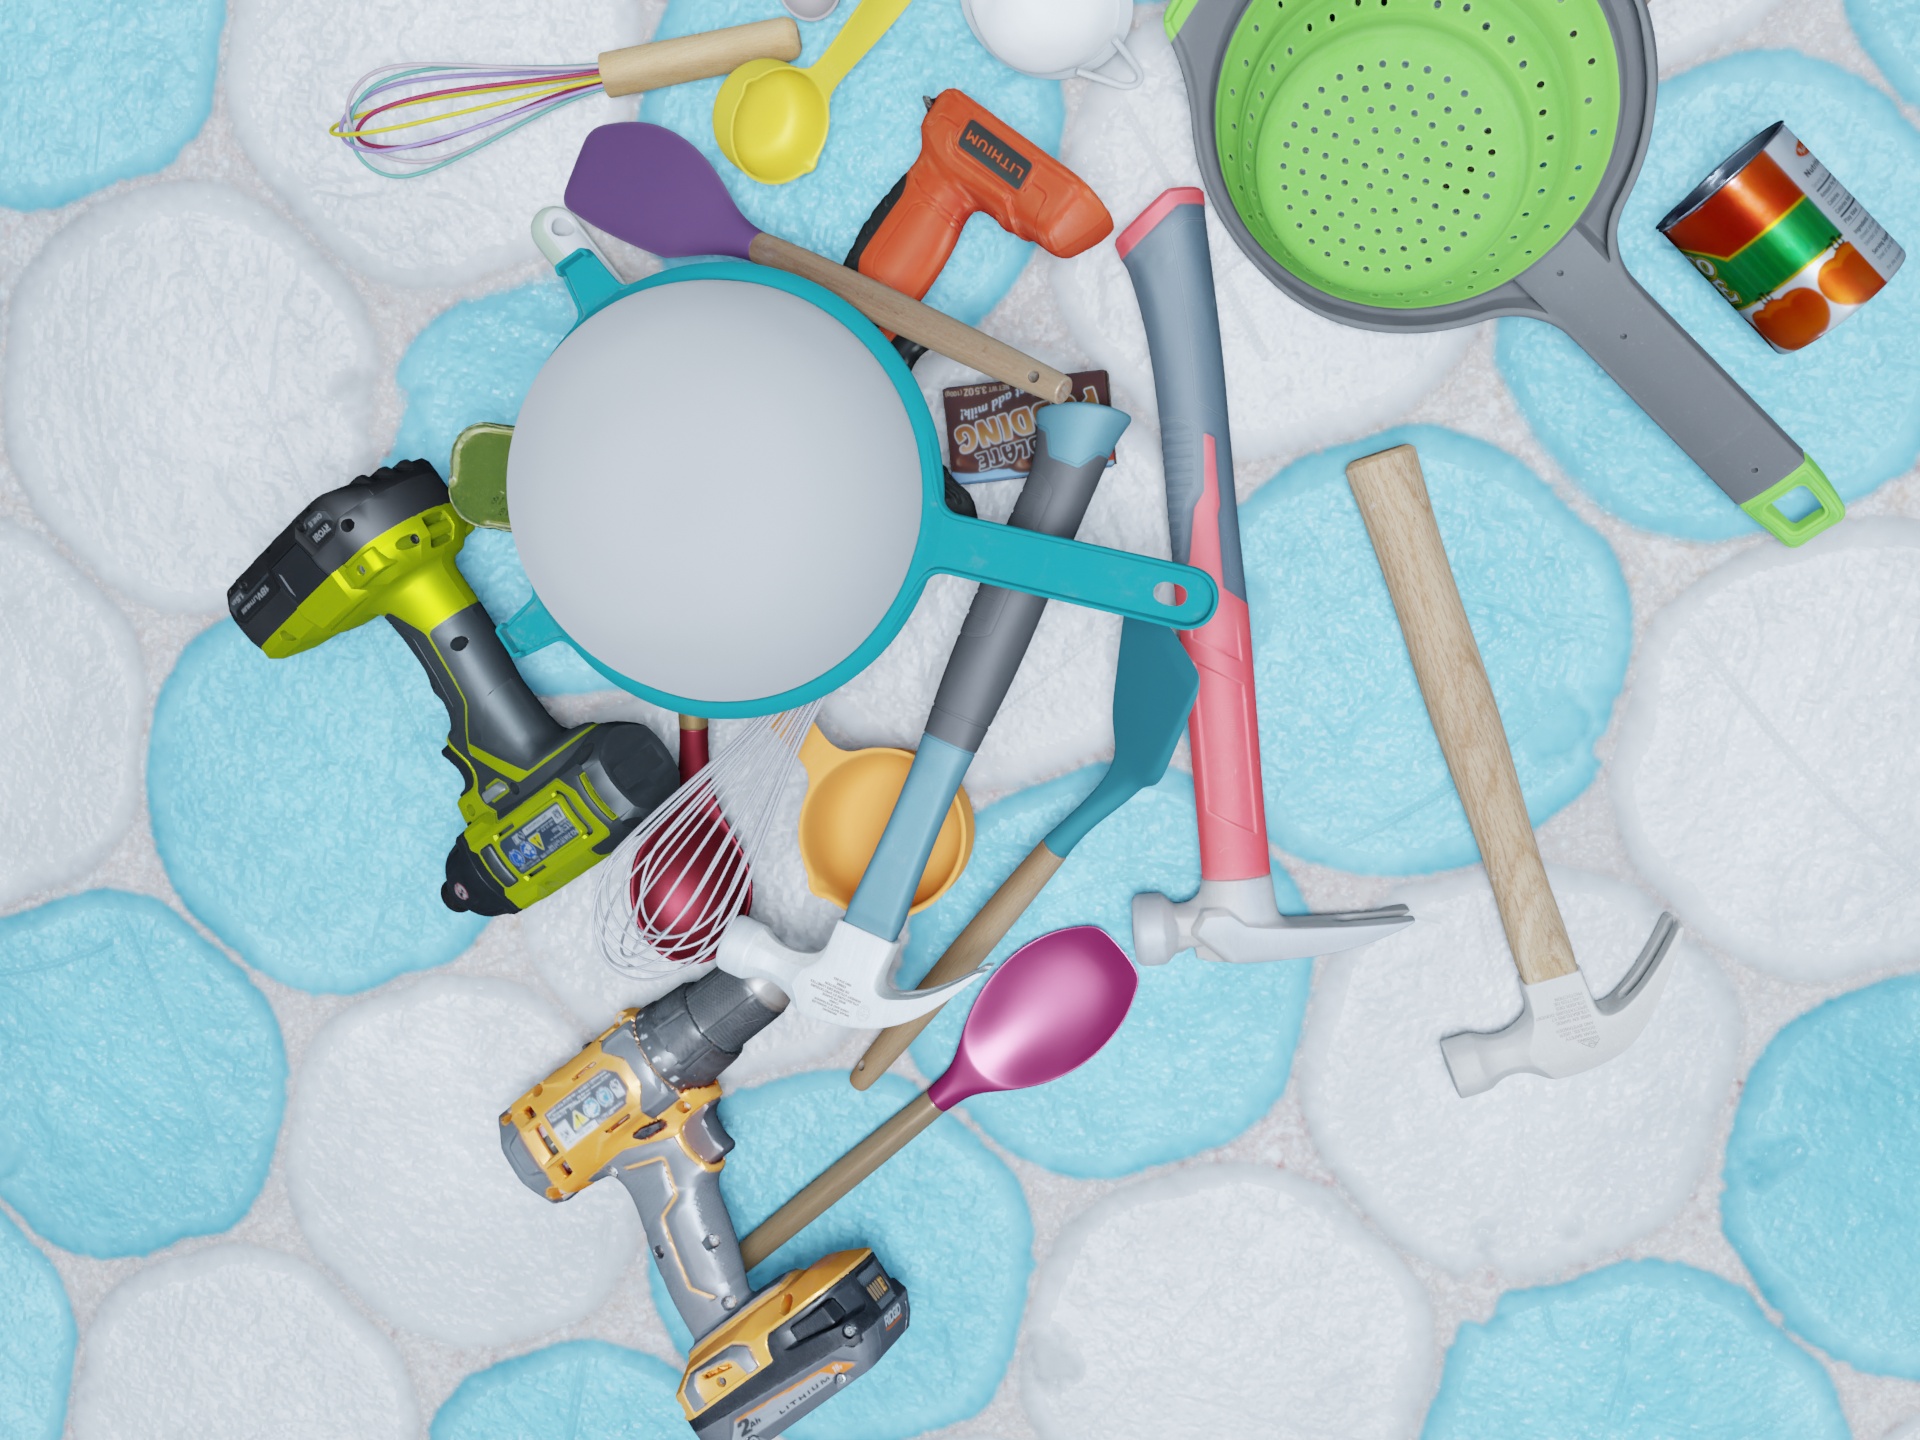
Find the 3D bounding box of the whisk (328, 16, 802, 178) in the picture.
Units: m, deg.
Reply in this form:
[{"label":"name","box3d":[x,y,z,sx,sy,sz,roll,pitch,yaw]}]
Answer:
[{"label":"whisk","box3d":[-0.200,-0.318,0.800,0.245,0.047,0.051,-9,96,5]}]

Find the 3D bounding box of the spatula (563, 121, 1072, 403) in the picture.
[{"label":"spatula","box3d":[-0.076,-0.218,0.756,0.316,0.018,0.059,32,102,25]}]

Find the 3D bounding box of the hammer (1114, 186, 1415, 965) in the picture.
[{"label":"hammer","box3d":[0.141,-0.069,0.799,0.143,0.038,0.386,-6,98,7]}]

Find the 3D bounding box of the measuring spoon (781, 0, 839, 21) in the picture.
[{"label":"measuring spoon","box3d":[-0.099,-0.400,0.776,0.034,0.018,0.124,-29,107,31]}]

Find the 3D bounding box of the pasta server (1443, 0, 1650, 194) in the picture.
[{"label":"pasta server","box3d":[0.338,-0.366,0.736,0.060,0.040,0.316,42,105,-1]}]

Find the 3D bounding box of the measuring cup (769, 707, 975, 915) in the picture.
[{"label":"measuring cup","box3d":[-0.062,0.025,0.834,0.095,0.052,0.174,-41,82,8]}]

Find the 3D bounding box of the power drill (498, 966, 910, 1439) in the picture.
[{"label":"power drill","box3d":[-0.119,0.249,0.848,0.185,0.084,0.226,-39,79,10]}]

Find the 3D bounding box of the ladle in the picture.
[{"label":"ladle","box3d":[-0.140,-0.021,0.821,0.069,0.031,0.315,5,110,8]}]

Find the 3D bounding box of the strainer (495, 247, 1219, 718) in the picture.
[{"label":"strainer","box3d":[-0.058,-0.086,0.691,0.340,0.095,0.211,14,99,11]}]

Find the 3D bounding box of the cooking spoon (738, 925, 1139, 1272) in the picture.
[{"label":"cooking spoon","box3d":[-0.032,0.224,0.875,0.319,0.017,0.069,-41,83,11]}]

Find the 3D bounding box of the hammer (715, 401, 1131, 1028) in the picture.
[{"label":"hammer","box3d":[-0.001,-0.002,0.778,0.128,0.033,0.331,24,94,10]}]

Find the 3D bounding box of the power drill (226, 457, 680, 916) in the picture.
[{"label":"power drill","box3d":[-0.268,-0.006,0.829,0.171,0.080,0.223,-32,96,33]}]

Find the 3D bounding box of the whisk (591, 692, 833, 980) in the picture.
[{"label":"whisk","box3d":[-0.088,0.002,0.780,0.070,0.070,0.285,32,73,1]}]

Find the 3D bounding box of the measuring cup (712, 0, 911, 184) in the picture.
[{"label":"measuring cup","box3d":[-0.064,-0.335,0.786,0.156,0.062,0.029,-51,53,-2]}]

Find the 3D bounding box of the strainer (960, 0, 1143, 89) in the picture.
[{"label":"strainer","box3d":[-0.009,-0.380,0.727,0.258,0.050,0.087,44,142,-19]}]

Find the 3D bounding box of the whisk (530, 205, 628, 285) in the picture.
[{"label":"whisk","box3d":[-0.140,-0.165,0.813,0.058,0.059,0.246,-37,87,-29]}]

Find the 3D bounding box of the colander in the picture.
[{"label":"colander","box3d":[0.252,-0.200,0.703,0.397,0.094,0.204,41,131,-9]}]

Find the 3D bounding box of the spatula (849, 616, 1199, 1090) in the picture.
[{"label":"spatula","box3d":[0.025,0.079,0.815,0.044,0.082,0.317,22,116,-34]}]

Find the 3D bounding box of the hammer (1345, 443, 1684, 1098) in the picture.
[{"label":"hammer","box3d":[0.264,0.022,0.800,0.130,0.031,0.331,-19,96,10]}]
